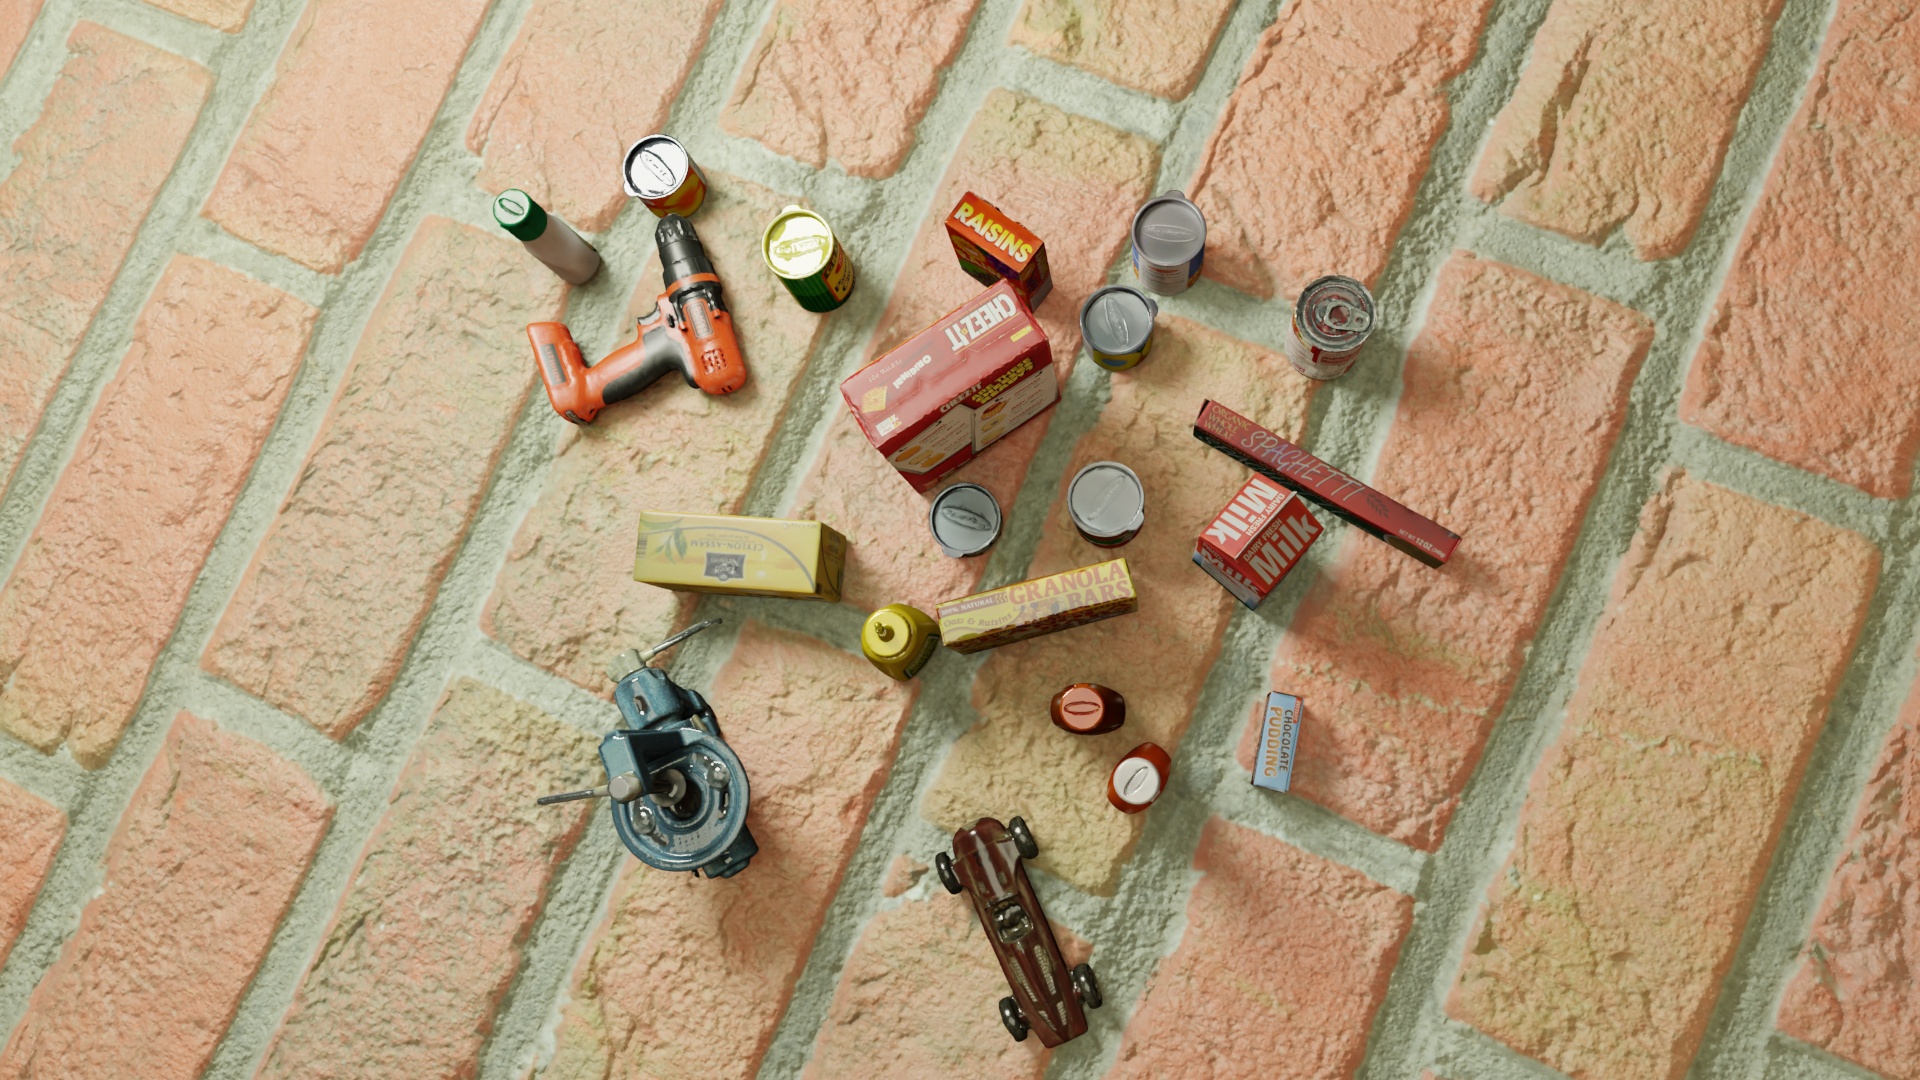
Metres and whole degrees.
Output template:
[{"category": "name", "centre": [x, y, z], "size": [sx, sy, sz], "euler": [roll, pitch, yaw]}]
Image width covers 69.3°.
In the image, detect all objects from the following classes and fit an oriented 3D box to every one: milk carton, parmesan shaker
[{"category": "milk carton", "centre": [0.246, 0.001, 1.156], "size": [0.073, 0.190, 0.072], "euler": [42, 89, 11]}, {"category": "parmesan shaker", "centre": [-0.140, -0.261, 1.293], "size": [0.071, 0.103, 0.071], "euler": [-1, 81, 8]}]

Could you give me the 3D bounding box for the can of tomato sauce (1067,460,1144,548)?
[{"category": "can of tomato sauce", "centre": [0.132, -0.029, 1.231], "size": [0.071, 0.083, 0.071], "euler": [-1, 81, 8]}]

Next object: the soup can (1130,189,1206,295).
[{"category": "soup can", "centre": [0.189, -0.269, 1.260], "size": [0.071, 0.083, 0.071], "euler": [-1, 81, 8]}]

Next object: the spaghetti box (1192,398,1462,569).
[{"category": "spaghetti box", "centre": [0.319, -0.050, 1.226], "size": [0.250, 0.050, 0.028], "euler": [31, 87, 11]}]

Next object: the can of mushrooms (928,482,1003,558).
[{"category": "can of mushrooms", "centre": [0.005, -0.016, 1.271], "size": [0.071, 0.033, 0.071], "euler": [-1, 81, 7]}]

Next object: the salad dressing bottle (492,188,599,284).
[{"category": "salad dressing bottle", "centre": [-0.390, -0.286, 1.307], "size": [0.064, 0.147, 0.044], "euler": [30, 87, 11]}]

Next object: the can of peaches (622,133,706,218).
[{"category": "can of peaches", "centre": [-0.289, -0.351, 1.350], "size": [0.071, 0.058, 0.071], "euler": [-1, 81, 7]}]

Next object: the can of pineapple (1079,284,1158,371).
[{"category": "can of pineapple", "centre": [0.145, -0.193, 1.268], "size": [0.071, 0.058, 0.071], "euler": [-1, 81, 7]}]

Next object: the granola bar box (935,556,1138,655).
[{"category": "granola bar box", "centre": [0.069, 0.058, 1.205], "size": [0.165, 0.124, 0.039], "euler": [-15, 80, 5]}]

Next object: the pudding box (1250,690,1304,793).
[{"category": "pudding box", "centre": [0.273, 0.174, 1.197], "size": [0.030, 0.049, 0.084], "euler": [11, 83, 9]}]

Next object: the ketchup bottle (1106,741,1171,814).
[{"category": "ketchup bottle", "centre": [0.149, 0.199, 1.159], "size": [0.043, 0.148, 0.065], "euler": [38, 88, 11]}]

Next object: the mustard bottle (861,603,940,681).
[{"category": "mustard bottle", "centre": [-0.056, 0.086, 1.198], "size": [0.049, 0.160, 0.065], "euler": [33, 87, 11]}]

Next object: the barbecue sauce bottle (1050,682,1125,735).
[{"category": "barbecue sauce bottle", "centre": [0.106, 0.143, 1.174], "size": [0.065, 0.148, 0.044], "euler": [-2, 82, 7]}]

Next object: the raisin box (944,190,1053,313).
[{"category": "raisin box", "centre": [0.037, -0.259, 1.259], "size": [0.086, 0.123, 0.040], "euler": [37, 88, 11]}]
